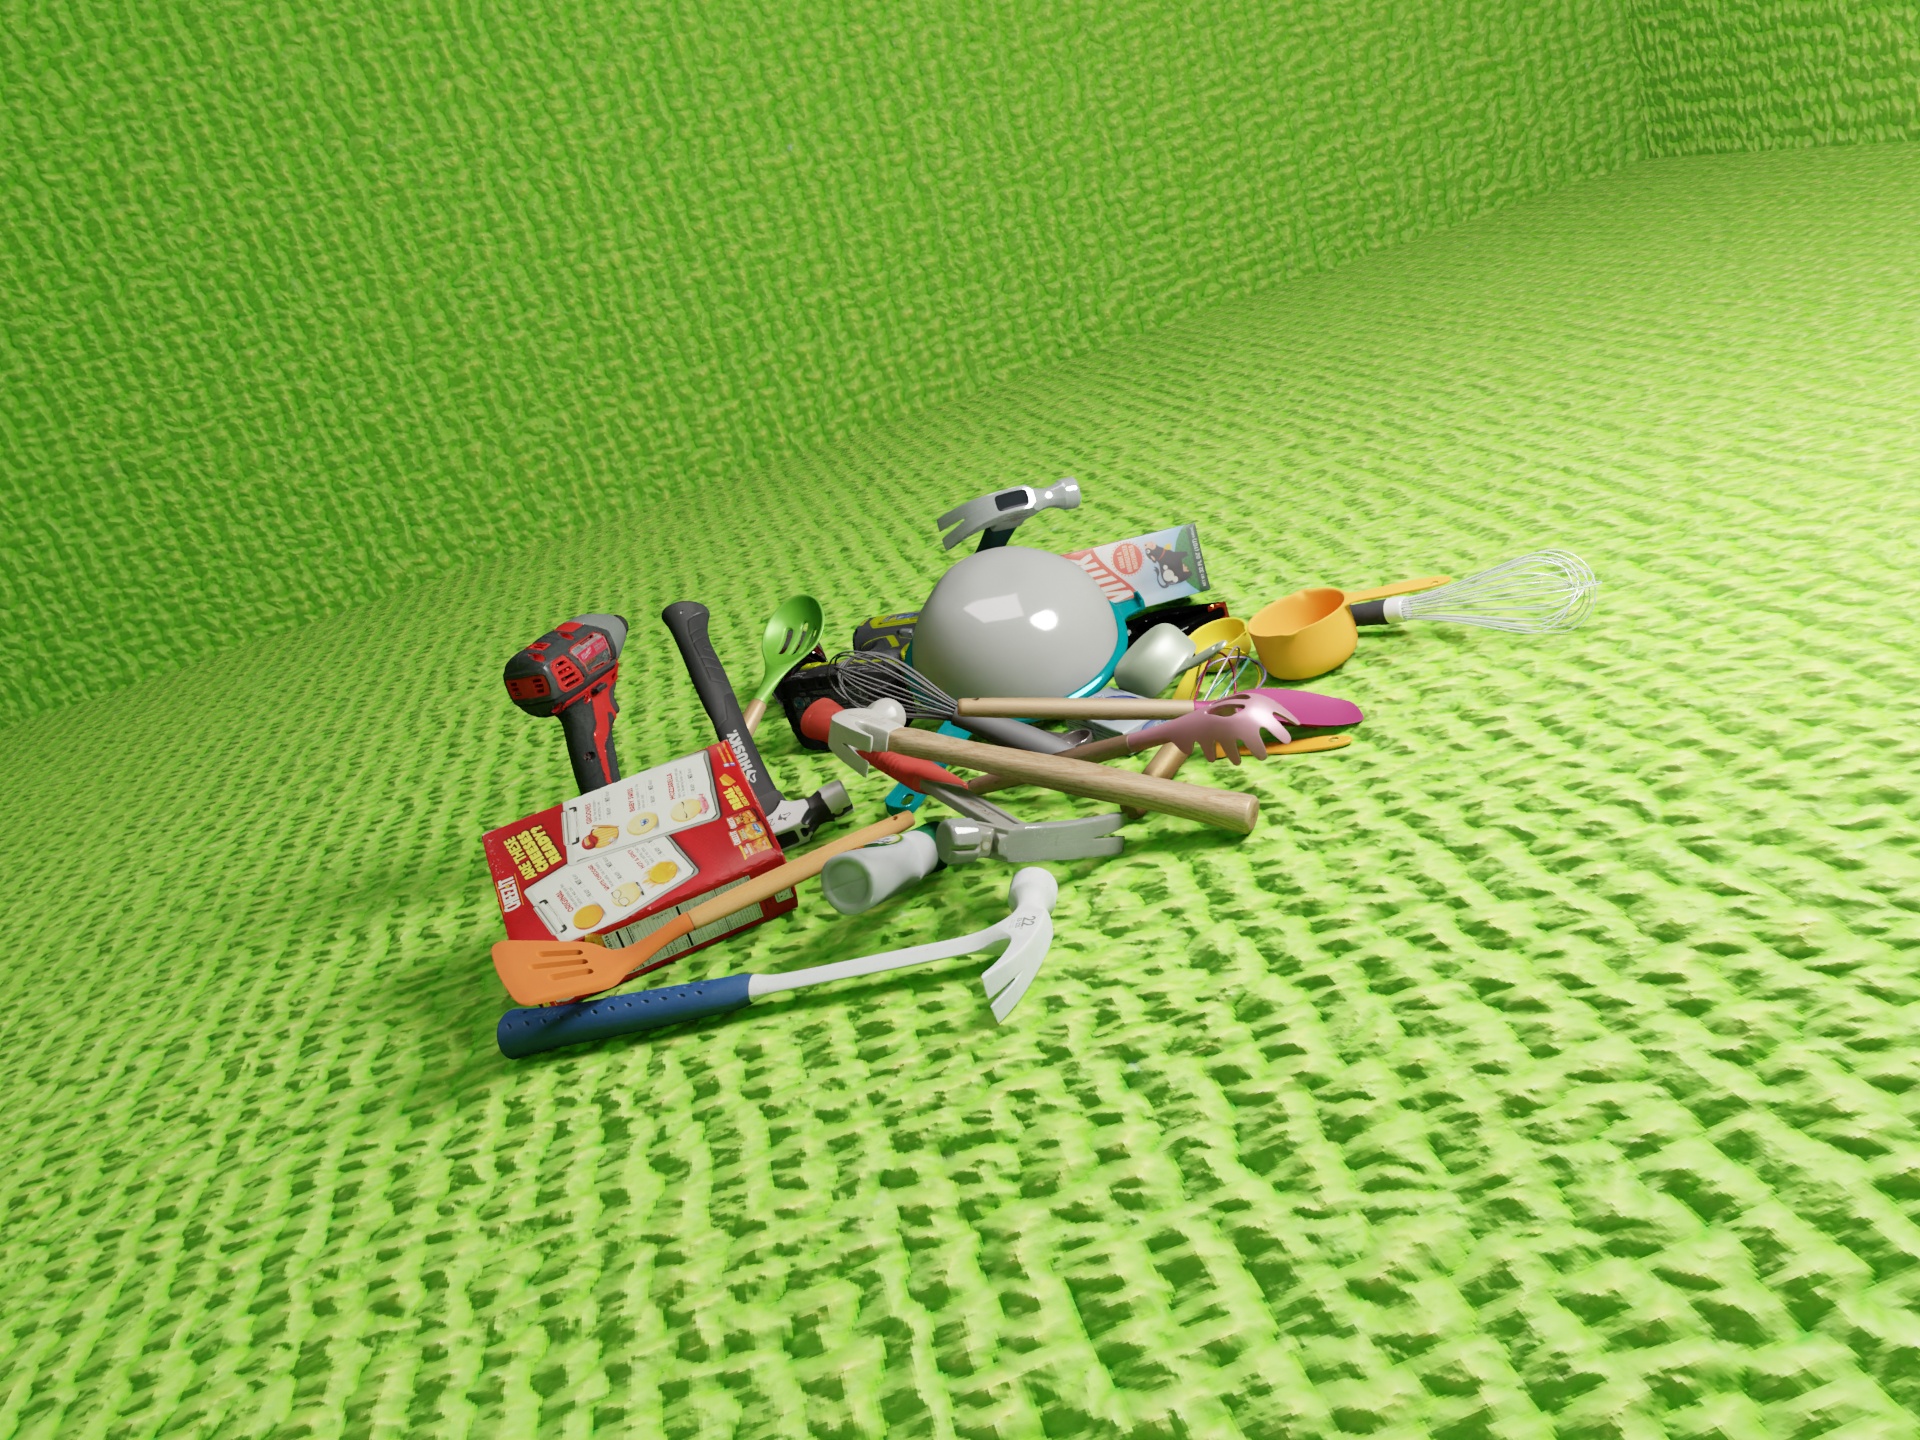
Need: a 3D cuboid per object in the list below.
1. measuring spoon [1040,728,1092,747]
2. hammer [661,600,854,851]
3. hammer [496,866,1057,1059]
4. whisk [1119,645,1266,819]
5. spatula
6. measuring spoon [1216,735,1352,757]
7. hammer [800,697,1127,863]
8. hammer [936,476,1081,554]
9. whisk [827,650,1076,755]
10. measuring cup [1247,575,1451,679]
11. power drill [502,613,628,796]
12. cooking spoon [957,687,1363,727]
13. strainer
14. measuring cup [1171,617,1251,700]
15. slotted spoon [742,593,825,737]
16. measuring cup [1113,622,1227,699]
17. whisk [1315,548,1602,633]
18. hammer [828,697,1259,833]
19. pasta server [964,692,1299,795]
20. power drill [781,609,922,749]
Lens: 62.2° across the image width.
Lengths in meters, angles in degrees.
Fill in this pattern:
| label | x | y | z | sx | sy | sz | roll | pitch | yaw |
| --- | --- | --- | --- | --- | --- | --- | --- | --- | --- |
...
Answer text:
| label | x | y | z | sx | sy | sz | roll | pitch | yaw |
| --- | --- | --- | --- | --- | --- | --- | --- | --- | --- |
| measuring spoon | 0.075 | 0.021 | 1.383 | 0.034 | 0.018 | 0.124 | -33 | 17 | -26 |
| hammer | -0.218 | 0.000 | 1.450 | 0.146 | 0.035 | 0.335 | -26 | 47 | -6 |
| hammer | -0.134 | 0.185 | 1.094 | 0.405 | 0.035 | 0.144 | -13 | 20 | 14 |
| whisk | 0.183 | 0.005 | 1.283 | 0.051 | 0.047 | 0.245 | -26 | 14 | 43 |
| spatula | -0.178 | 0.130 | 1.165 | 0.322 | 0.041 | 0.081 | -24 | 35 | -18 |
| measuring spoon | 0.247 | 0.017 | 1.238 | 0.117 | 0.011 | 0.021 | -6 | 23 | 31 |
| hammer | -0.025 | 0.041 | 1.260 | 0.149 | 0.036 | 0.359 | -1 | 15 | -30 |
| hammer | 0.024 | -0.158 | 1.625 | 0.128 | 0.033 | 0.331 | -13 | -14 | -14 |
| whisk | -0.003 | -0.003 | 1.328 | 0.239 | 0.055 | 0.055 | 22 | 32 | 12 |
| measuring cup | 0.333 | -0.080 | 1.347 | 0.173 | 0.052 | 0.095 | -13 | 23 | 25 |
| power drill | -0.316 | 0.013 | 1.430 | 0.078 | 0.219 | 0.143 | -7 | 23 | 28 |
| cooking spoon | 0.157 | -0.008 | 1.248 | 0.319 | 0.017 | 0.069 | 1 | 24 | -3 |
| strainer | 0.015 | -0.056 | 1.415 | 0.211 | 0.095 | 0.340 | 11 | 44 | 27 |
| measuring cup | 0.215 | -0.036 | 1.403 | 0.062 | 0.029 | 0.157 | -7 | 35 | 36 |
| slotted spoon | -0.200 | 0.004 | 1.482 | 0.070 | 0.031 | 0.314 | 1 | 50 | 30 |
| measuring cup | 0.180 | -0.059 | 1.360 | 0.083 | 0.038 | 0.167 | -49 | 6 | -16 |
| whisk | 0.400 | -0.097 | 1.349 | 0.285 | 0.070 | 0.070 | -6 | 23 | 44 |
| hammer | 0.054 | 0.036 | 1.175 | 0.331 | 0.031 | 0.130 | 12 | 14 | 21 |
| pasta server | 0.117 | 0.029 | 1.235 | 0.316 | 0.040 | 0.060 | -18 | 24 | 42 |
| power drill | -0.057 | -0.055 | 1.602 | 0.190 | 0.080 | 0.228 | -6 | 21 | 31 |
